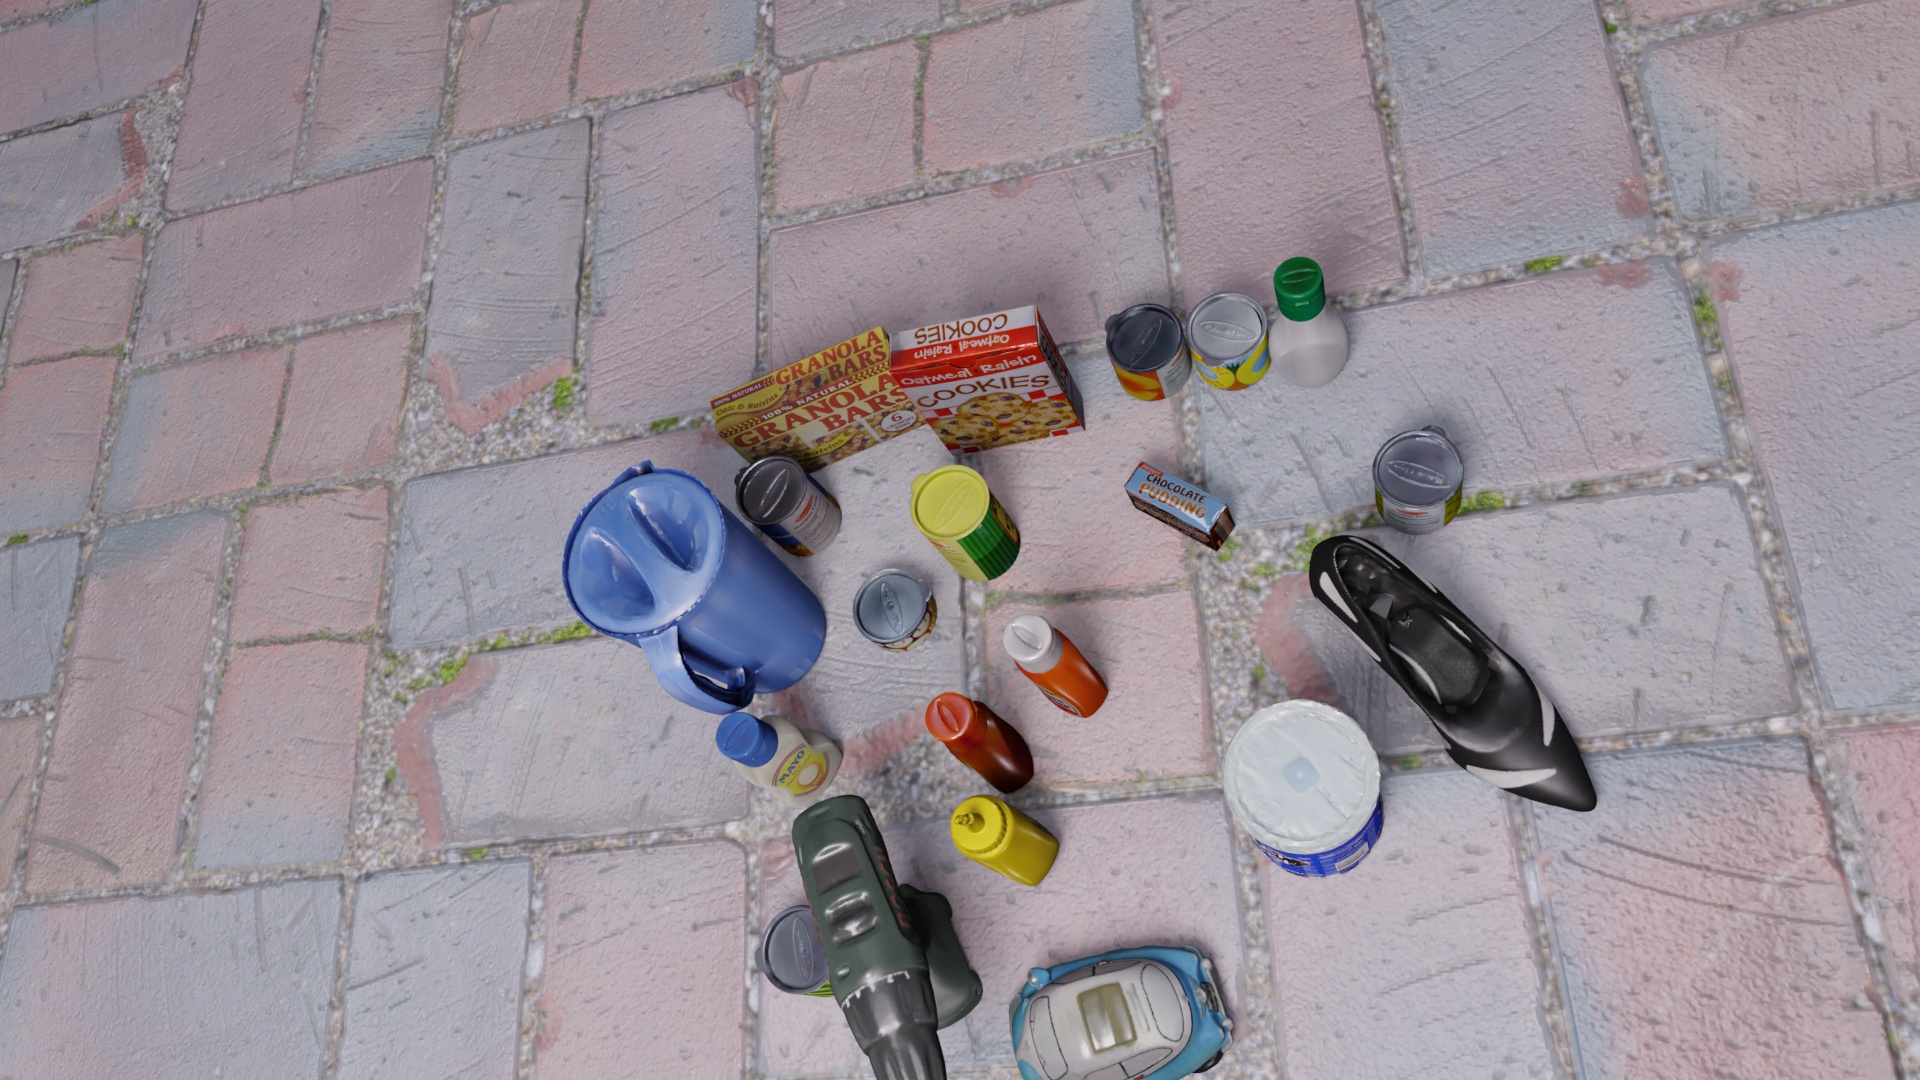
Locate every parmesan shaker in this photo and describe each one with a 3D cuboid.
[{"bbox_3d":[0.004,-0.014,1.154,0.071,0.103,0.071,-6,68,16],"label":"parmesan shaker"}]

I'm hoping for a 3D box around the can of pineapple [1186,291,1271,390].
[{"bbox_3d":[0.225,-0.165,1.166,0.071,0.057,0.071,-6,68,16],"label":"can of pineapple"}]

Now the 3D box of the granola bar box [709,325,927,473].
[{"bbox_3d":[-0.118,-0.116,1.222,0.165,0.124,0.039,-22,65,9],"label":"granola bar box"}]

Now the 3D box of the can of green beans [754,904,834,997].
[{"bbox_3d":[-0.114,0.322,1.086,0.071,0.057,0.071,-6,68,16],"label":"can of green beans"}]

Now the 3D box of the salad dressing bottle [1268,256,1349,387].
[{"bbox_3d":[0.274,-0.172,1.103,0.064,0.147,0.044,-9,67,15],"label":"salad dressing bottle"}]

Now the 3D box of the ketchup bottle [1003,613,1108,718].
[{"bbox_3d":[0.070,0.093,1.064,0.065,0.148,0.043,35,84,26],"label":"ketchup bottle"}]

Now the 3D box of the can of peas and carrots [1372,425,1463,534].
[{"bbox_3d":[0.355,-0.046,1.077,0.071,0.058,0.071,-6,68,16],"label":"can of peas and carrots"}]

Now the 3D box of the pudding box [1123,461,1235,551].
[{"bbox_3d":[0.179,-0.028,1.132,0.084,0.049,0.030,30,82,26],"label":"pudding box"}]

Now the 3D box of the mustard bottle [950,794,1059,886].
[{"bbox_3d":[0.027,0.217,1.023,0.065,0.160,0.049,26,80,25],"label":"mustard bottle"}]

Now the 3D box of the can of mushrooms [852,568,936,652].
[{"bbox_3d":[-0.053,0.059,1.182,0.071,0.033,0.071,-6,68,16],"label":"can of mushrooms"}]

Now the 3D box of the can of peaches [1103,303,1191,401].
[{"bbox_3d":[0.159,-0.161,1.186,0.071,0.058,0.071,-6,68,16],"label":"can of peaches"}]

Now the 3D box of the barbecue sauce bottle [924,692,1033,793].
[{"bbox_3d":[0.014,0.150,1.061,0.043,0.148,0.065,-34,63,3],"label":"barbecue sauce bottle"}]

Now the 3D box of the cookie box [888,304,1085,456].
[{"bbox_3d":[0.025,-0.129,1.156,0.123,0.167,0.040,-10,67,15],"label":"cookie box"}]

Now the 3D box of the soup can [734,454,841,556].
[{"bbox_3d":[-0.152,-0.031,1.222,0.071,0.083,0.071,-6,68,16],"label":"soup can"}]

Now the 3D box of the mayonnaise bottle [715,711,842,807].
[{"bbox_3d":[-0.146,0.171,1.105,0.041,0.147,0.065,33,83,26],"label":"mayonnaise bottle"}]
